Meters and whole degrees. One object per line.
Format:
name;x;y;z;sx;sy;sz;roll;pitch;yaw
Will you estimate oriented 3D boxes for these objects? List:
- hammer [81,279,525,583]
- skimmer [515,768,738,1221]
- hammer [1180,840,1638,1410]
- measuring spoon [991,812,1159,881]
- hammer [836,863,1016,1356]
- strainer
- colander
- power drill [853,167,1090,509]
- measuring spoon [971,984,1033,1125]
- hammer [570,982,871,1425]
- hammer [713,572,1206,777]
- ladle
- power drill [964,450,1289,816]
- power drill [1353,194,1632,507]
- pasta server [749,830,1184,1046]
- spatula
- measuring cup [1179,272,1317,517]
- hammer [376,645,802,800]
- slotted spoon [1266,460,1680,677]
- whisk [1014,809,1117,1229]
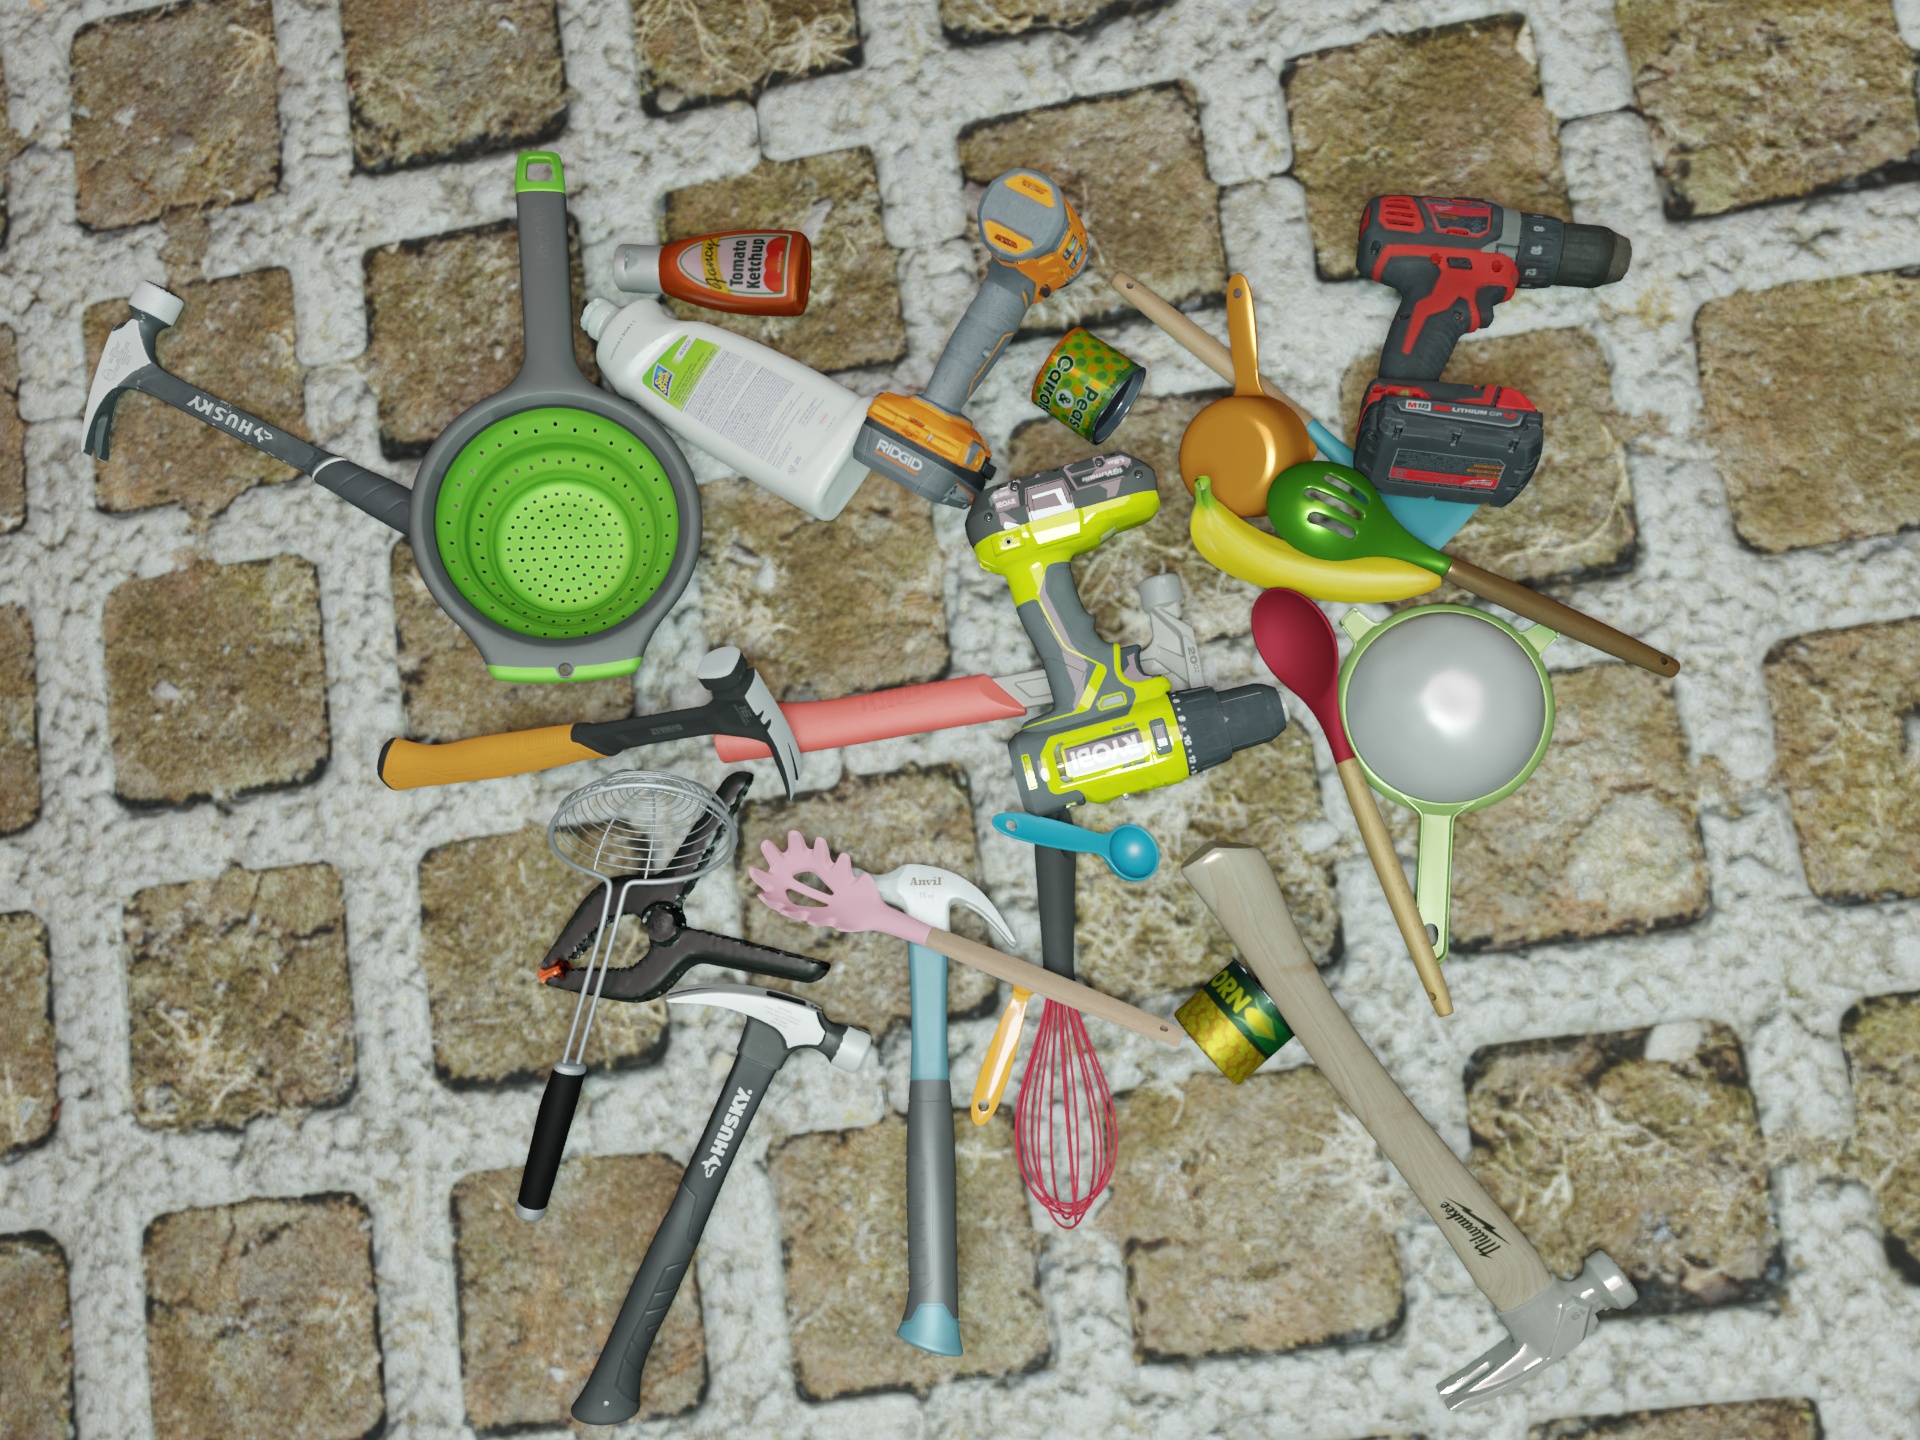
hammer;-0.520;-0.203;1.262;0.409;0.036;0.149;27;89;10
skimmer;-0.255;0.200;1.111;0.127;0.090;0.363;13;101;-23
hammer;0.268;0.258;1.046;0.146;0.038;0.410;-36;93;3
measuring spoon;0.079;0.087;1.126;0.128;0.021;0.042;14;63;-15
hammer;-0.023;0.264;1.105;0.128;0.033;0.331;-1;73;0
strainer;0.333;0.040;1.091;0.151;0.069;0.256;4;82;9
colander;-0.301;-0.219;1.185;0.204;0.094;0.397;-3;83;-11
power drill;0.020;-0.269;1.144;0.084;0.164;0.226;30;101;10
measuring spoon;0.031;0.235;1.140;0.021;0.011;0.117;18;86;10
hammer;-0.198;0.346;1.137;0.146;0.035;0.335;25;90;-7
hammer;-0.002;-0.004;1.163;0.359;0.036;0.149;-10;82;6
ladle;0.277;0.052;1.100;0.031;0.069;0.315;-10;75;-33
power drill;0.109;-0.062;1.100;0.190;0.080;0.228;-16;84;4
power drill;0.366;-0.265;1.104;0.188;0.080;0.227;8;67;7
pasta server;0.003;0.156;1.091;0.316;0.040;0.060;21;67;12
spatula;0.234;-0.234;1.153;0.317;0.044;0.082;41;85;12
measuring cup;0.194;-0.228;1.124;0.095;0.052;0.173;-1;100;33
hammer;-0.282;0.022;1.166;0.337;0.127;0.034;-8;42;21
slotted spoon;0.355;-0.097;1.087;0.313;0.031;0.070;23;79;-7
whisk;0.070;0.203;1.118;0.073;0.073;0.296;-3;78;8
